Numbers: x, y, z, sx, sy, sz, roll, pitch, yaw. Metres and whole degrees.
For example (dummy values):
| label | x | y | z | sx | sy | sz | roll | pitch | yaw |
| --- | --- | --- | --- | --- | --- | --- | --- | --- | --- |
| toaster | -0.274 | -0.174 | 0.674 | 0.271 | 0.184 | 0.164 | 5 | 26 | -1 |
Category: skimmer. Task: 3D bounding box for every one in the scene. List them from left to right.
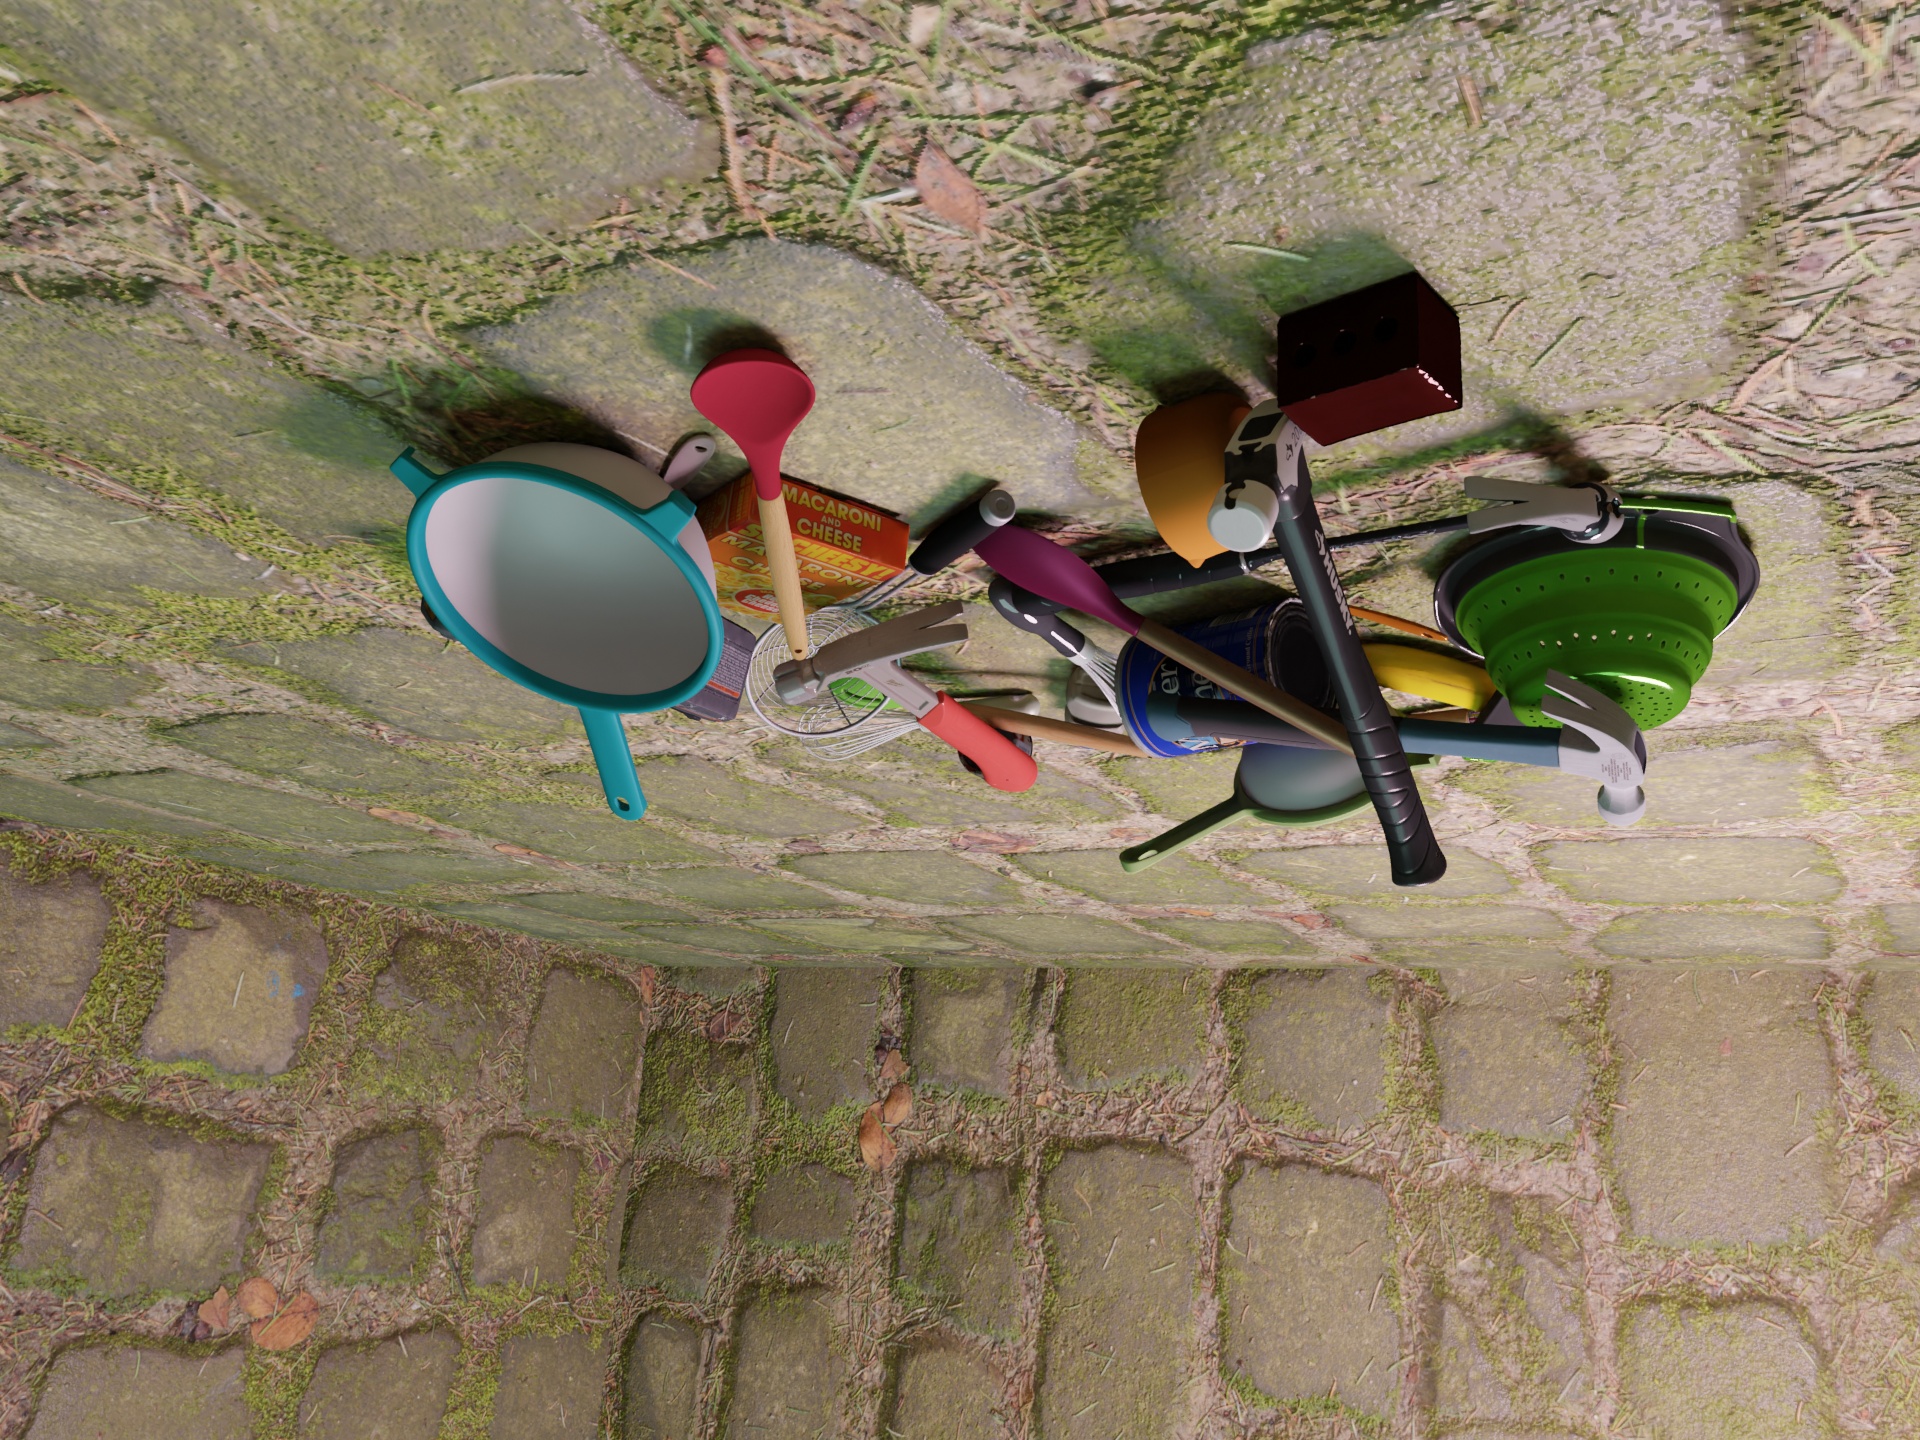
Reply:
| label | x | y | z | sx | sy | sz | roll | pitch | yaw |
| --- | --- | --- | --- | --- | --- | --- | --- | --- | --- |
| skimmer | -0.054 | -0.069 | 1.163 | 0.127 | 0.090 | 0.363 | 12 | 162 | -23 |

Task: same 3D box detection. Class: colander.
| label | x | y | z | sx | sy | sz | roll | pitch | yaw |
| --- | --- | --- | --- | --- | --- | --- | --- | --- | --- |
| colander | 0.423 | -0.017 | 1.129 | 0.204 | 0.095 | 0.396 | 4 | 157 | 4 |

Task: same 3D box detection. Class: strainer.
| label | x | y | z | sx | sy | sz | roll | pitch | yaw |
| --- | --- | --- | --- | --- | --- | --- | --- | --- | --- |
| strainer | -0.240 | -0.066 | 1.082 | 0.211 | 0.095 | 0.340 | 10 | 141 | 10 |
| strainer | 0.231 | 0.036 | 1.245 | 0.256 | 0.069 | 0.152 | -28 | -152 | -3 |

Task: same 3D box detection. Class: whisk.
| label | x | y | z | sx | sy | sz | roll | pitch | yaw |
| --- | --- | --- | --- | --- | --- | --- | --- | --- | --- |
| whisk | -0.042 | 0.001 | 1.490 | 0.246 | 0.059 | 0.058 | -7 | -161 | 22 |
| whisk | 0.113 | -0.042 | 1.257 | 0.070 | 0.070 | 0.284 | -9 | 151 | 39 |
| whisk | 0.460 | 0.001 | 1.363 | 0.047 | 0.051 | 0.245 | 12 | 166 | -43 |

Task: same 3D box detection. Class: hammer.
| label | x | y | z | sx | sy | sz | roll | pitch | yaw |
| --- | --- | --- | --- | --- | --- | --- | --- | --- | --- |
| hammer | -0.002 | -0.004 | 1.271 | 0.149 | 0.037 | 0.358 | -18 | 158 | 17 |
| hammer | 0.197 | -0.106 | 1.028 | 0.409 | 0.036 | 0.149 | -6 | 178 | 42 |
| hammer | 0.221 | -0.031 | 0.900 | 0.035 | 0.146 | 0.334 | -5 | 129 | 32 |
| hammer | 0.287 | 0.010 | 1.082 | 0.331 | 0.033 | 0.128 | 5 | 146 | 26 |

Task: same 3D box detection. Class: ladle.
| label | x | y | z | sx | sy | sz | roll | pitch | yaw |
| --- | --- | --- | --- | --- | --- | --- | --- | --- | --- |
| ladle | -0.114 | -0.125 | 0.985 | 0.069 | 0.031 | 0.315 | -3 | 150 | -1 |

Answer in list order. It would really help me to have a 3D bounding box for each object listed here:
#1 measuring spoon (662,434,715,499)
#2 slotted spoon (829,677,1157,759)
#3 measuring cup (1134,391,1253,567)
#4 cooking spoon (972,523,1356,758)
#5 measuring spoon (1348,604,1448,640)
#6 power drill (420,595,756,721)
| label | x | y | z | sx | sy | sz | roll | pitch | yaw |
| --- | --- | --- | --- | --- | --- | --- | --- | --- | --- |
| measuring spoon | -0.182 | -0.155 | 1.030 | 0.034 | 0.018 | 0.124 | 11 | 162 | -22 |
| slotted spoon | 0.027 | -0.004 | 1.395 | 0.314 | 0.031 | 0.070 | 12 | 163 | 4 |
| measuring cup | 0.168 | -0.140 | 0.912 | 0.052 | 0.095 | 0.173 | -16 | 173 | 39 |
| cooking spoon | 0.144 | -0.050 | 1.070 | 0.319 | 0.017 | 0.068 | 29 | 154 | 8 |
| measuring spoon | 0.293 | -0.070 | 1.130 | 0.117 | 0.011 | 0.021 | 22 | 173 | 43 |
| power drill | -0.278 | -0.060 | 1.243 | 0.226 | 0.084 | 0.185 | 13 | 174 | 16 |
